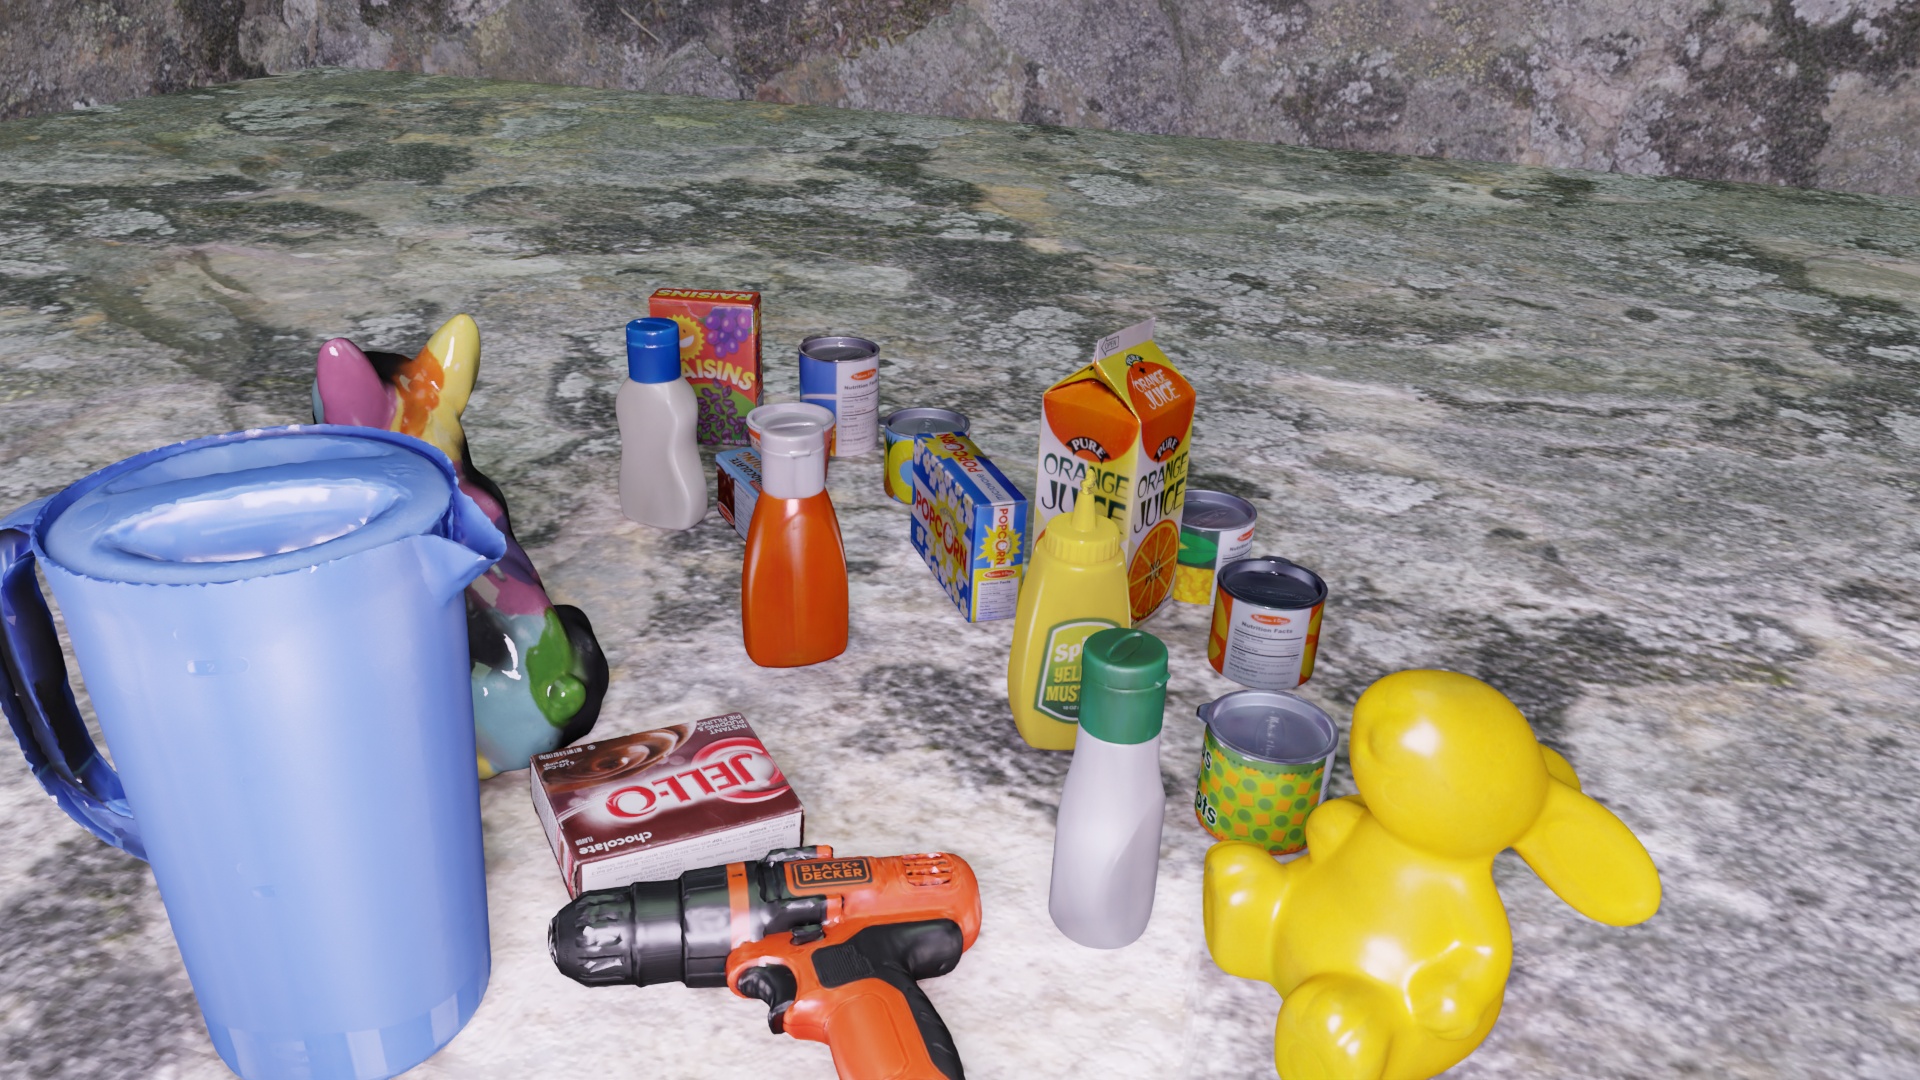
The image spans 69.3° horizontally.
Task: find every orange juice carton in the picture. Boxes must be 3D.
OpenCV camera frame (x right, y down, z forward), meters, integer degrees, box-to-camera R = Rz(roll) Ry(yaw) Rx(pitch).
[{"bbox_3d":[0.097,-0.043,0.881,0.073,0.191,0.072,20,31,32],"label":"orange juice carton"}]

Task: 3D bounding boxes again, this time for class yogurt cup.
[{"bbox_3d":[-0.131,-0.072,1.078,0.072,0.053,0.073,2,26,-1],"label":"yogurt cup"}]

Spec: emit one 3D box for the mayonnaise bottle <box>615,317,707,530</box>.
[{"bbox_3d":[-0.214,-0.082,0.985,0.065,0.147,0.041,13,27,20],"label":"mayonnaise bottle"}]

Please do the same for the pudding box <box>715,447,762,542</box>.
[{"bbox_3d":[-0.147,-0.029,0.994,0.030,0.049,0.084,-12,29,-27],"label":"pudding box"}]

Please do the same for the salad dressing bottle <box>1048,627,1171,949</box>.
[{"bbox_3d":[0.067,0.110,0.614,0.044,0.147,0.064,17,29,28],"label":"salad dressing bottle"}]

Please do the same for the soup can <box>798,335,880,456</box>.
[{"bbox_3d":[-0.102,-0.120,1.147,0.071,0.083,0.071,2,26,-1],"label":"soup can"}]

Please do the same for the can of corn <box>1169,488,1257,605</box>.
[{"bbox_3d":[0.163,0.003,0.946,0.071,0.058,0.071,2,26,-1],"label":"can of corn"}]

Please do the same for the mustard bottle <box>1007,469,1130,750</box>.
[{"bbox_3d":[0.061,0.037,0.750,0.065,0.159,0.049,-3,26,-11],"label":"mustard bottle"}]

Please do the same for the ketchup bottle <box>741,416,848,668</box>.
[{"bbox_3d":[-0.098,0.002,0.821,0.065,0.148,0.044,-8,27,-20],"label":"ketchup bottle"}]

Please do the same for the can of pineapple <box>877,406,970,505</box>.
[{"bbox_3d":[-0.028,-0.065,1.070,0.071,0.057,0.071,2,26,-1],"label":"can of pineapple"}]

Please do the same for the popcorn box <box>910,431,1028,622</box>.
[{"bbox_3d":[0.003,-0.012,0.931,0.038,0.084,0.127,-7,27,-19],"label":"popcorn box"}]

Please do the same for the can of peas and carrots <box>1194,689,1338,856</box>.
[{"bbox_3d":[0.153,0.117,0.709,0.071,0.058,0.071,2,26,-1],"label":"can of peas and carrots"}]

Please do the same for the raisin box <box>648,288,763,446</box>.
[{"bbox_3d":[-0.206,-0.141,1.135,0.086,0.122,0.040,3,26,2],"label":"raisin box"}]

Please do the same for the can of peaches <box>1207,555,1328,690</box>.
[{"bbox_3d":[0.188,0.050,0.852,0.071,0.057,0.071,2,26,-1],"label":"can of peaches"}]
